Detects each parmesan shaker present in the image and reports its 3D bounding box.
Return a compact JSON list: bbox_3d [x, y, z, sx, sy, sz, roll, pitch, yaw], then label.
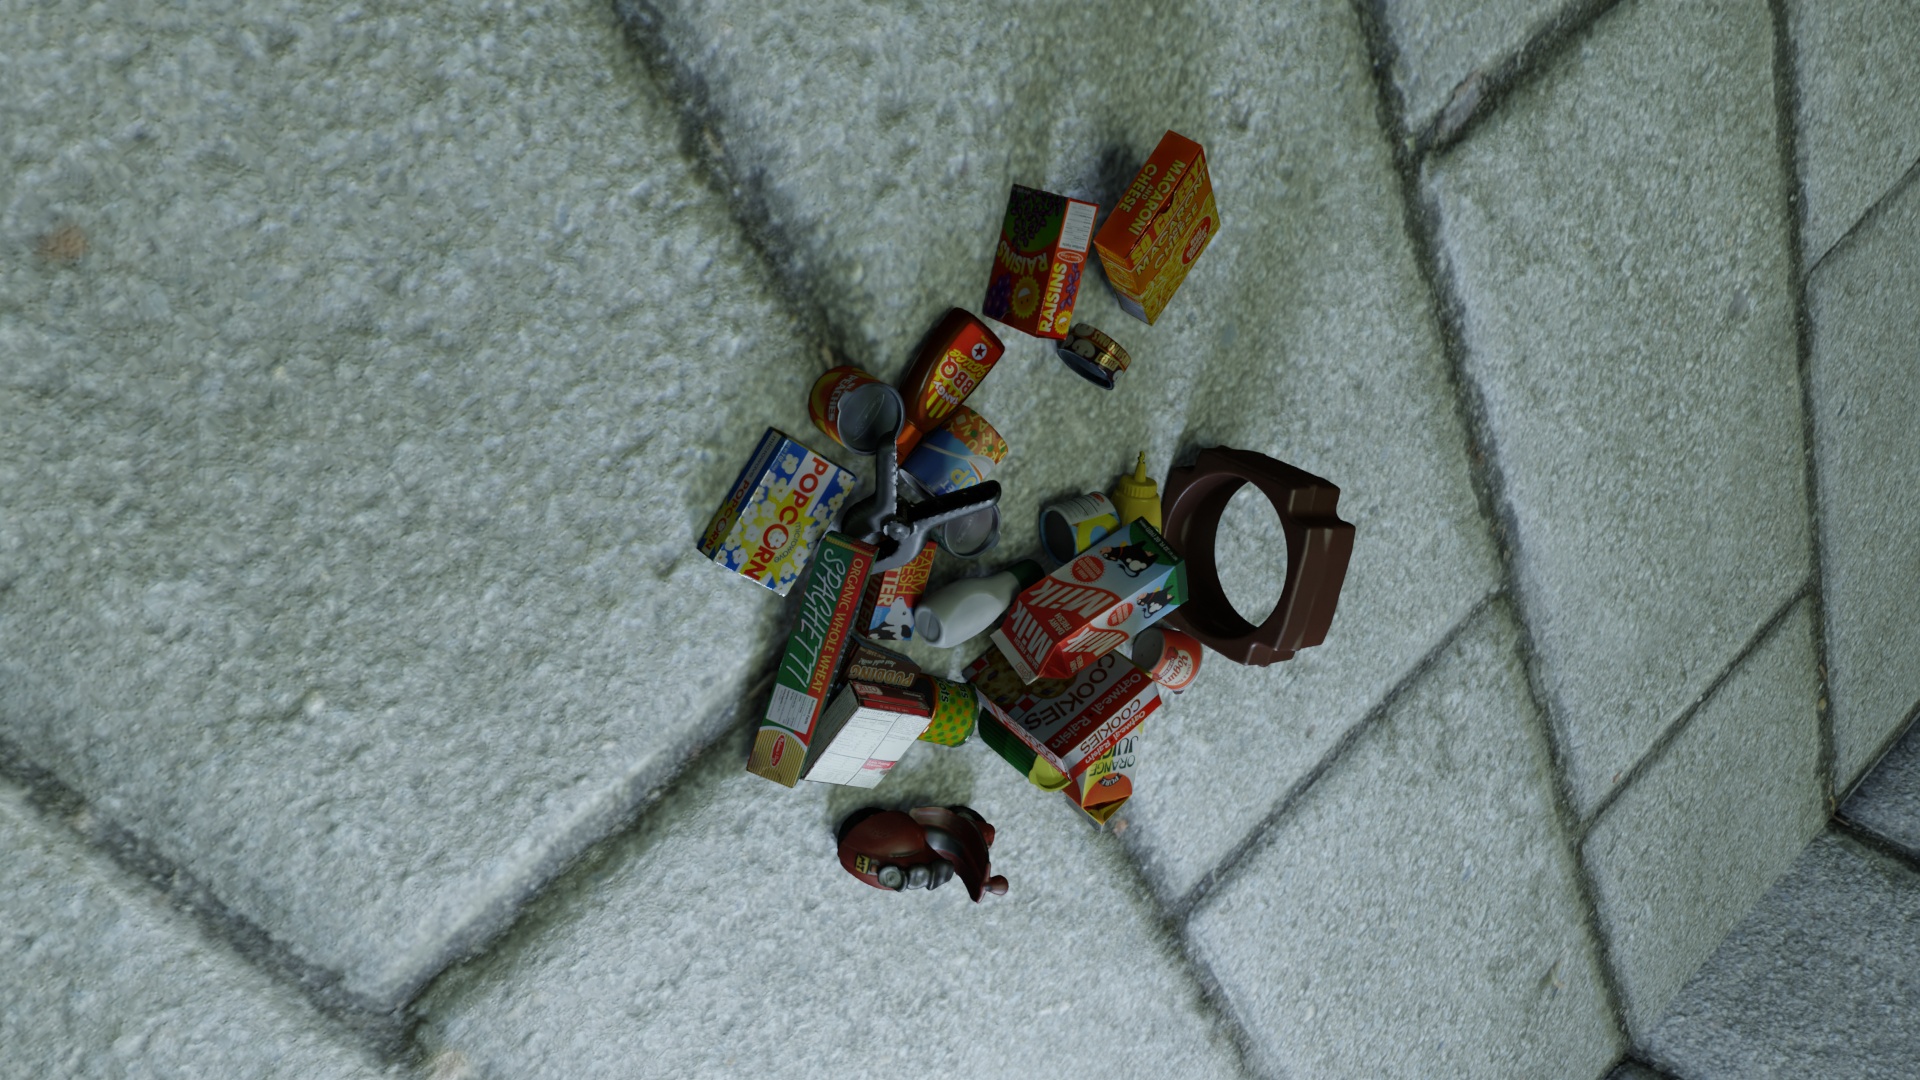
[{"bbox_3d":[0.070,0.207,1.433,0.071,0.103,0.071,-15,118,-30],"label":"parmesan shaker"}]

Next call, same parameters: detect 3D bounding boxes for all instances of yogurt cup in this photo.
[{"bbox_3d":[0.226,0.127,1.534,0.054,0.072,0.072,19,98,-31],"label":"yogurt cup"}]

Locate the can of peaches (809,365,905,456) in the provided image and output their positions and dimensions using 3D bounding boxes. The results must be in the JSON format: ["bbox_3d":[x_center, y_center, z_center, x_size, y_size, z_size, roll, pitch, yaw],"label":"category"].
[{"bbox_3d":[-0.092,-0.115,1.208,0.071,0.058,0.071,-14,118,-29],"label":"can of peaches"}]

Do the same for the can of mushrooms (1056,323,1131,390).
[{"bbox_3d":[0.129,-0.176,1.327,0.071,0.071,0.033,40,84,-39],"label":"can of mushrooms"}]

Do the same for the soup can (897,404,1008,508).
[{"bbox_3d":[-0.005,-0.073,1.279,0.084,0.071,0.071,-47,129,-9],"label":"soup can"}]

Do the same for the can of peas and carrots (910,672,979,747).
[{"bbox_3d":[-0.023,0.166,1.374,0.059,0.071,0.071,19,99,-38],"label":"can of peas and carrots"}]

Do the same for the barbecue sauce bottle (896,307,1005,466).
[{"bbox_3d":[-0.026,-0.135,1.254,0.148,0.044,0.064,-52,131,-4],"label":"barbecue sauce bottle"}]

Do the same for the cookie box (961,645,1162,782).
[{"bbox_3d":[0.100,0.148,1.385,0.123,0.168,0.040,-38,133,-15],"label":"cookie box"}]

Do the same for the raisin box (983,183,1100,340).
[{"bbox_3d":[0.071,-0.249,1.244,0.040,0.086,0.123,2,109,-37],"label":"raisin box"}]

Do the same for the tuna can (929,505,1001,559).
[{"bbox_3d":[0.005,-0.017,1.335,0.071,0.033,0.070,-15,118,-29],"label":"tuna can"}]

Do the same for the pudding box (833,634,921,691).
[{"bbox_3d":[-0.084,0.127,1.338,0.083,0.030,0.049,26,95,-39],"label":"pudding box"}]

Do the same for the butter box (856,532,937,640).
[{"bbox_3d":[-0.060,0.044,1.322,0.053,0.024,0.103,5,108,-37],"label":"butter box"}]

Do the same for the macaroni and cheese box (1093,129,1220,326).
[{"bbox_3d":[0.186,-0.285,1.288,0.124,0.040,0.166,-56,160,-2],"label":"macaroni and cheese box"}]

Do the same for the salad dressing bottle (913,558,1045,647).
[{"bbox_3d":[0.022,0.058,1.358,0.148,0.044,0.064,-23,135,-40],"label":"salad dressing bottle"}]

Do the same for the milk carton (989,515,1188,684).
[{"bbox_3d":[0.125,0.066,1.363,0.191,0.072,0.073,-31,144,-10],"label":"milk carton"}]

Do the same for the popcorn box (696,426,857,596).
[{"bbox_3d":[-0.159,-0.025,1.213,0.085,0.038,0.126,31,91,-40],"label":"popcorn box"}]

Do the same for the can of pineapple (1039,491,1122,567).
[{"bbox_3d":[0.121,-0.009,1.397,0.058,0.071,0.070,-17,119,-27],"label":"can of pineapple"}]

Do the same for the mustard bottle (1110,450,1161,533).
[{"bbox_3d":[0.178,-0.016,1.445,0.065,0.049,0.159,-9,115,-33],"label":"mustard bottle"}]

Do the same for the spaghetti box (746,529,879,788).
[{"bbox_3d":[-0.135,0.109,1.261,0.050,0.029,0.249,21,109,3],"label":"spaghetti box"}]

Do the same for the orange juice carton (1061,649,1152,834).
[{"bbox_3d":[0.146,0.220,1.513,0.073,0.072,0.191,-6,113,-32],"label":"orange juice carton"}]
